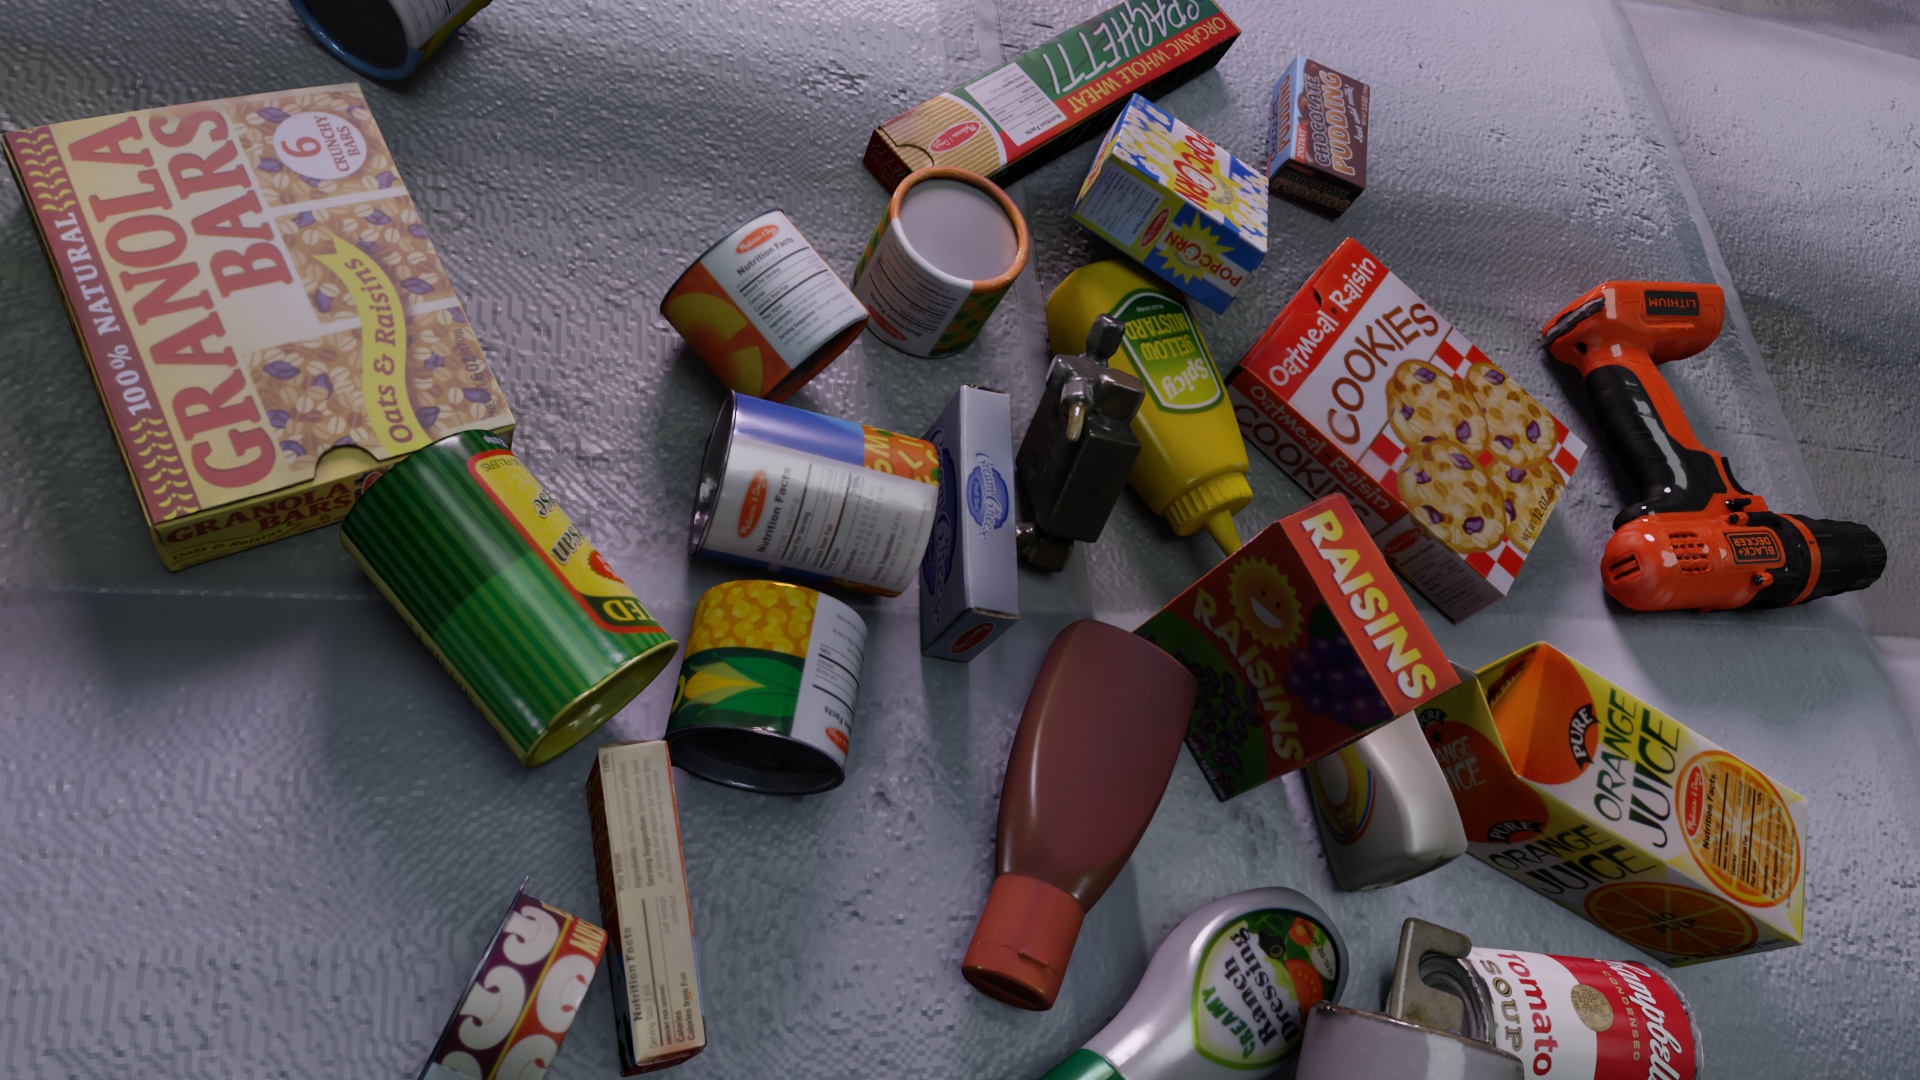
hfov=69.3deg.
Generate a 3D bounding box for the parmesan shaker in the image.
[{"bbox_3d":[-0.157,0.019,0.484,0.071,0.071,0.103,-38,84,-32],"label":"parmesan shaker"}]

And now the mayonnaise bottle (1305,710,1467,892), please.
[{"bbox_3d":[0.167,0.072,0.602,0.041,0.064,0.148,-3,63,-21],"label":"mayonnaise bottle"}]

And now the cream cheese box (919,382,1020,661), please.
[{"bbox_3d":[0.002,-0.007,0.575,0.024,0.053,0.104,9,62,-21],"label":"cream cheese box"}]

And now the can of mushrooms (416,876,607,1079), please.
[{"bbox_3d":[-0.139,0.144,0.433,0.033,0.070,0.071,28,58,-9],"label":"can of mushrooms"}]

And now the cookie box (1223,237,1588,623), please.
[{"bbox_3d":[0.223,-0.059,0.701,0.167,0.040,0.123,42,57,1],"label":"cookie box"}]

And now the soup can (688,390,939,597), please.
[{"bbox_3d":[-0.059,-0.018,0.549,0.084,0.071,0.071,13,61,-18],"label":"soup can"}]

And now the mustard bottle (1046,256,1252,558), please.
[{"bbox_3d":[0.096,-0.054,0.640,0.065,0.048,0.160,-16,73,-30],"label":"mustard bottle"}]

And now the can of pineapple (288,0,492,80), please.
[{"bbox_3d":[-0.239,-0.236,0.580,0.071,0.070,0.058,32,58,-5],"label":"can of pineapple"}]

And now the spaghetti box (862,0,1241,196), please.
[{"bbox_3d":[0.055,-0.234,0.723,0.251,0.028,0.050,-37,83,-32],"label":"spaghetti box"}]

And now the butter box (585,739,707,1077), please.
[{"bbox_3d":[-0.106,0.122,0.466,0.024,0.053,0.104,-4,67,-22],"label":"butter box"}]

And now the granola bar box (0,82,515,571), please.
[{"bbox_3d":[-0.256,-0.086,0.513,0.125,0.039,0.166,-21,75,-29],"label":"granola bar box"}]

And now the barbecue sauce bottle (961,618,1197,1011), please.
[{"bbox_3d":[0.043,0.106,0.543,0.065,0.043,0.149,29,58,-7],"label":"barbecue sauce bottle"}]

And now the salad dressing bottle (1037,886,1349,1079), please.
[{"bbox_3d":[0.082,0.185,0.519,0.148,0.043,0.064,-26,84,-30],"label":"salad dressing bottle"}]

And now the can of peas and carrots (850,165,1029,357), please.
[{"bbox_3d":[-0.008,-0.127,0.626,0.071,0.058,0.071,10,63,-19],"label":"can of peas and carrots"}]

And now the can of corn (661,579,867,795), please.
[{"bbox_3d":[-0.073,0.054,0.507,0.071,0.071,0.058,17,60,-15],"label":"can of corn"}]

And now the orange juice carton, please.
[{"bbox_3d":[0.273,0.111,0.620,0.193,0.071,0.073,30,58,-7],"label":"orange juice carton"}]

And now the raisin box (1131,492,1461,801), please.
[{"bbox_3d":[0.129,0.047,0.560,0.040,0.123,0.086,-20,74,-29],"label":"raisin box"}]

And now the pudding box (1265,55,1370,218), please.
[{"bbox_3d":[0.200,-0.227,0.780,0.050,0.030,0.084,19,59,-12],"label":"pudding box"}]

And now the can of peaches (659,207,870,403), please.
[{"bbox_3d":[-0.080,-0.093,0.575,0.058,0.071,0.071,49,57,-1],"label":"can of peaches"}]

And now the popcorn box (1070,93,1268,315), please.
[{"bbox_3d":[0.105,-0.167,0.677,0.085,0.038,0.127,32,31,-6],"label":"popcorn box"}]
